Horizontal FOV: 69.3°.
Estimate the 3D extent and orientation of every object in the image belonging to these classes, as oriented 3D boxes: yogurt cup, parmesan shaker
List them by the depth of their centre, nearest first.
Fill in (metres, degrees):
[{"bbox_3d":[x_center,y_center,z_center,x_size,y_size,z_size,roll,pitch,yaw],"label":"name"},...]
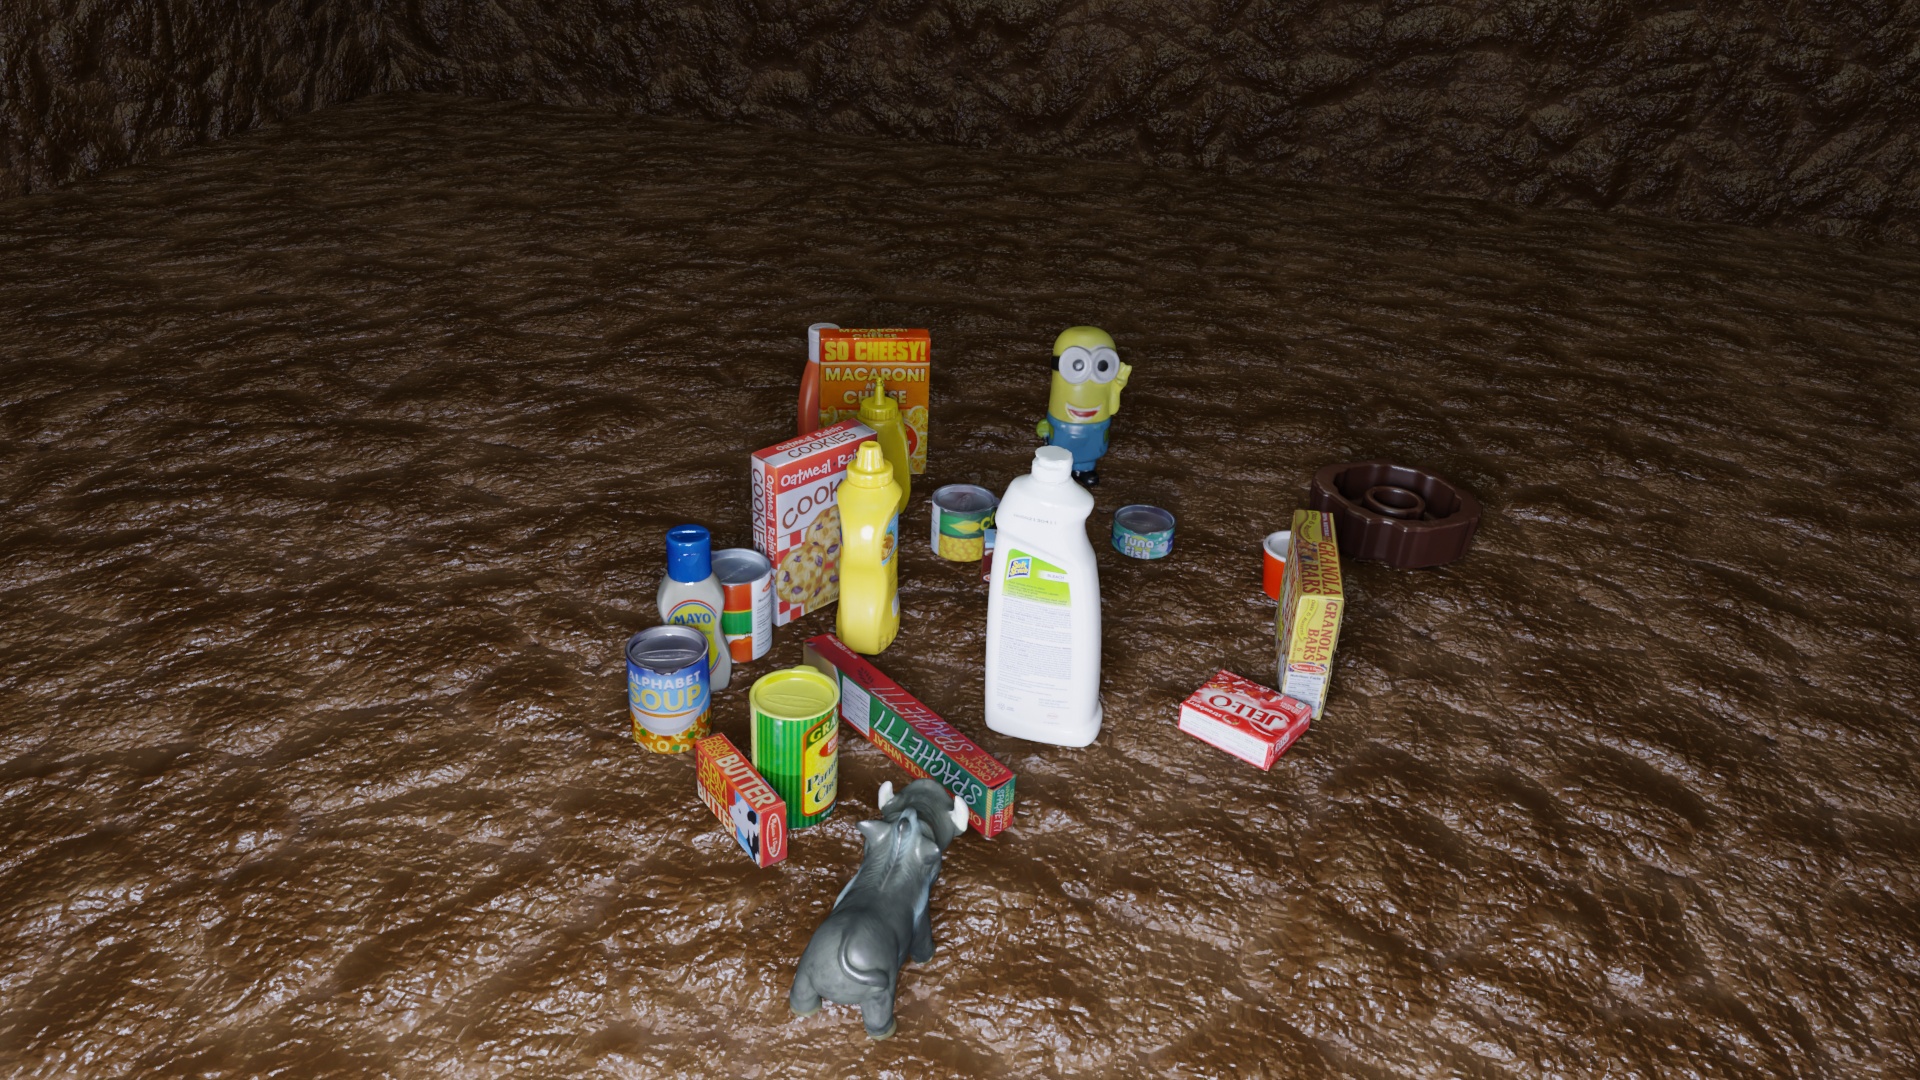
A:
[{"bbox_3d":[-0.124,0.156,1.050,0.071,0.102,0.071,2,28,-1],"label":"parmesan shaker"},{"bbox_3d":[0.333,0.029,1.387,0.072,0.053,0.073,2,28,-1],"label":"yogurt cup"}]

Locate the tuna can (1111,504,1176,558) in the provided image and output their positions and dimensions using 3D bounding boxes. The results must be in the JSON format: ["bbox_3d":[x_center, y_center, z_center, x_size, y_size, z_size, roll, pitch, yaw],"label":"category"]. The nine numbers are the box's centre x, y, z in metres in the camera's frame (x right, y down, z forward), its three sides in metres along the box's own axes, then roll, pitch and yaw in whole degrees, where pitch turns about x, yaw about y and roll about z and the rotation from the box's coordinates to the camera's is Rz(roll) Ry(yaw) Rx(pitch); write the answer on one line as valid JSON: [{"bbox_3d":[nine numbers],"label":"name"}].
[{"bbox_3d":[0.192,-0.008,1.464,0.071,0.032,0.071,2,28,-1],"label":"tuna can"}]

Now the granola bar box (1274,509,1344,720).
[{"bbox_3d":[0.311,0.063,1.246,0.039,0.123,0.166,7,28,8],"label":"granola bar box"}]

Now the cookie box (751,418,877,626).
[{"bbox_3d":[-0.137,-0.019,1.307,0.040,0.166,0.123,26,36,37],"label":"cookie box"}]

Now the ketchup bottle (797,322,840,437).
[{"bbox_3d":[-0.158,-0.178,1.622,0.065,0.148,0.043,-14,32,-29],"label":"ketchup bottle"}]

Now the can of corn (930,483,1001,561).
[{"bbox_3d":[0.005,-0.018,1.436,0.071,0.058,0.071,2,28,-1],"label":"can of corn"}]

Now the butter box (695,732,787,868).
[{"bbox_3d":[-0.164,0.192,1.033,0.024,0.052,0.104,-16,34,-32],"label":"butter box"}]

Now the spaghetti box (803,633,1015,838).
[{"bbox_3d":[-0.047,0.152,1.122,0.029,0.050,0.250,-19,35,-35],"label":"spaghetti box"}]

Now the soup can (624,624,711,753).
[{"bbox_3d":[-0.236,0.122,1.123,0.071,0.083,0.072,2,28,-1],"label":"soup can"}]

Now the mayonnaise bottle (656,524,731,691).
[{"bbox_3d":[-0.227,0.059,1.173,0.065,0.147,0.041,-3,28,-12],"label":"mayonnaise bottle"}]

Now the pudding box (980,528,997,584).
[{"bbox_3d":[0.062,0.017,1.385,0.084,0.049,0.030,2,28,-2],"label":"pudding box"}]

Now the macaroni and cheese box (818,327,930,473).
[{"bbox_3d":[-0.099,-0.157,1.570,0.124,0.165,0.040,-1,28,-8],"label":"macaroni and cheese box"}]

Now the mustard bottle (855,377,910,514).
[{"bbox_3d":[-0.086,-0.101,1.474,0.065,0.159,0.049,-13,32,-27],"label":"mustard bottle"}]

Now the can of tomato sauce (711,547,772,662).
[{"bbox_3d":[-0.204,0.058,1.247,0.071,0.082,0.071,2,28,-1],"label":"can of tomato sauce"}]
